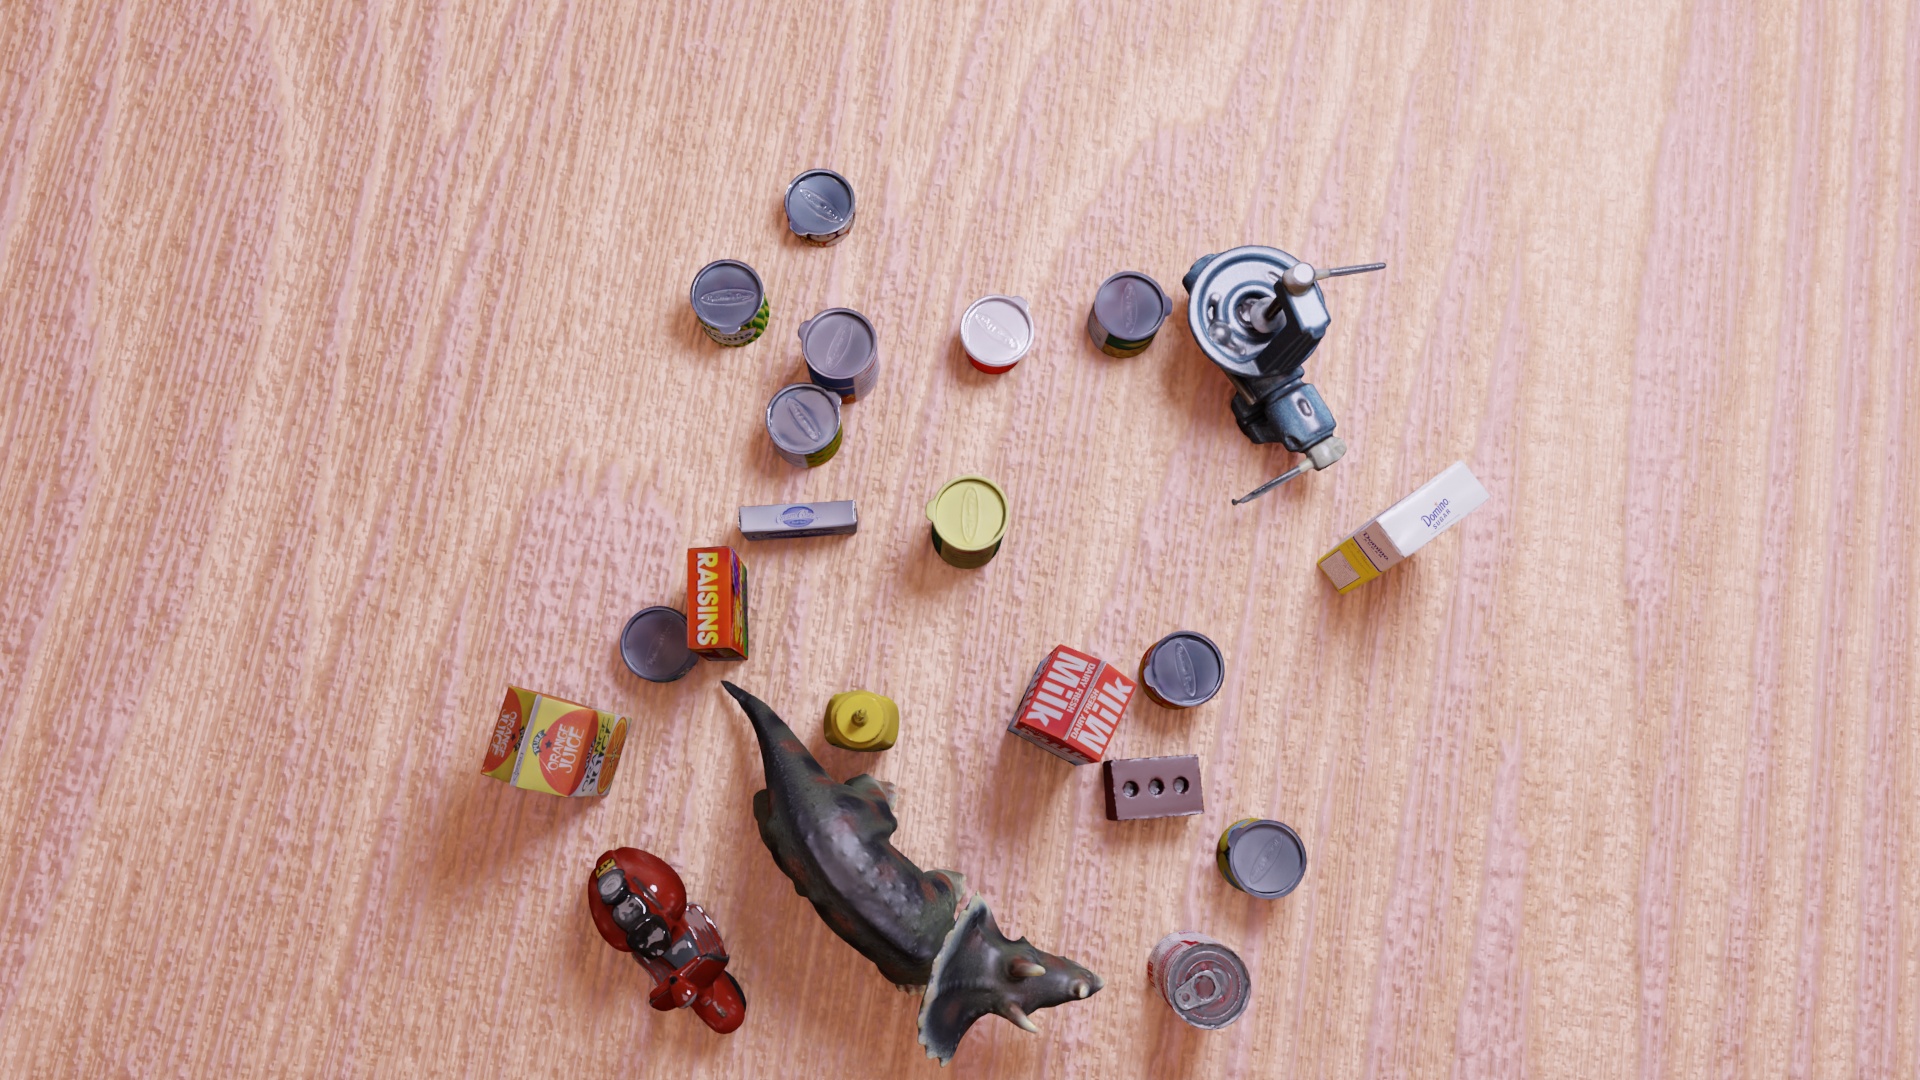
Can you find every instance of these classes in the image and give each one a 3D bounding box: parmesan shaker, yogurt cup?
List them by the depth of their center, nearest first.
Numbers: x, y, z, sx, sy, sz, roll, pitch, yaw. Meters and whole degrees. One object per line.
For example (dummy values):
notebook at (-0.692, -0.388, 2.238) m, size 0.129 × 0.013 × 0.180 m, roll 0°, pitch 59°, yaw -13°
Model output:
parmesan shaker at (0.004, -0.015, 1.219) m, size 0.071 × 0.103 × 0.071 m, roll 0°, pitch 80°, yaw -2°
yogurt cup at (0.032, -0.186, 1.276) m, size 0.072 × 0.054 × 0.072 m, roll 0°, pitch 80°, yaw -2°

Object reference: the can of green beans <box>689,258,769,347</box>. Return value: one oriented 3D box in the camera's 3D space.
can of green beans at (-0.210, -0.216, 1.270) m, size 0.071 × 0.057 × 0.071 m, roll 0°, pitch 80°, yaw -2°

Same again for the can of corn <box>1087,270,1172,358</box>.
can of corn at (0.156, -0.208, 1.283) m, size 0.071 × 0.058 × 0.071 m, roll 0°, pitch 80°, yaw -2°

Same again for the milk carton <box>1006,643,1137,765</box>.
milk carton at (0.092, 0.138, 1.149) m, size 0.073 × 0.190 × 0.072 m, roll 27°, pitch 80°, yaw 3°

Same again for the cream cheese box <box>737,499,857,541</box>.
cream cheese box at (-0.143, -0.018, 1.238) m, size 0.104 × 0.053 × 0.024 m, roll -4°, pitch 80°, yaw -3°

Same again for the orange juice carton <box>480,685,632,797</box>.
orange juice carton at (-0.329, 0.164, 1.127) m, size 0.073 × 0.192 × 0.072 m, roll 15°, pitch 80°, yaw 1°

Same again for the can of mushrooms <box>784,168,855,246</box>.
can of mushrooms at (-0.133, -0.310, 1.303) m, size 0.071 × 0.033 × 0.071 m, roll 0°, pitch 80°, yaw -2°

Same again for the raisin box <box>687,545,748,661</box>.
raisin box at (-0.206, 0.057, 1.187) m, size 0.040 × 0.123 × 0.086 m, roll -1°, pitch 80°, yaw -2°

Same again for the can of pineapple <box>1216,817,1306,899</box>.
can of pineapple at (0.258, 0.272, 1.199) m, size 0.071 × 0.057 × 0.071 m, roll 0°, pitch 80°, yaw -2°

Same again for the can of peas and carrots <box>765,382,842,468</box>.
can of peas and carrots at (-0.138, -0.105, 1.252) m, size 0.071 × 0.058 × 0.071 m, roll 0°, pitch 80°, yaw -2°

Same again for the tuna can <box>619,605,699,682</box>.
tuna can at (-0.261, 0.093, 1.224) m, size 0.071 × 0.032 × 0.071 m, roll 0°, pitch 80°, yaw -2°

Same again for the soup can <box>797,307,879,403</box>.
soup can at (-0.109, -0.167, 1.252) m, size 0.071 × 0.083 × 0.071 m, roll 0°, pitch 80°, yaw -2°

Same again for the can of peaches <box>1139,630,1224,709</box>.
can of peaches at (0.192, 0.115, 1.225) m, size 0.071 × 0.058 × 0.071 m, roll 0°, pitch 80°, yaw -2°

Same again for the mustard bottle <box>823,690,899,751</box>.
mustard bottle at (-0.084, 0.150, 1.155) m, size 0.065 × 0.160 × 0.049 m, roll 5°, pitch 80°, yaw -1°
